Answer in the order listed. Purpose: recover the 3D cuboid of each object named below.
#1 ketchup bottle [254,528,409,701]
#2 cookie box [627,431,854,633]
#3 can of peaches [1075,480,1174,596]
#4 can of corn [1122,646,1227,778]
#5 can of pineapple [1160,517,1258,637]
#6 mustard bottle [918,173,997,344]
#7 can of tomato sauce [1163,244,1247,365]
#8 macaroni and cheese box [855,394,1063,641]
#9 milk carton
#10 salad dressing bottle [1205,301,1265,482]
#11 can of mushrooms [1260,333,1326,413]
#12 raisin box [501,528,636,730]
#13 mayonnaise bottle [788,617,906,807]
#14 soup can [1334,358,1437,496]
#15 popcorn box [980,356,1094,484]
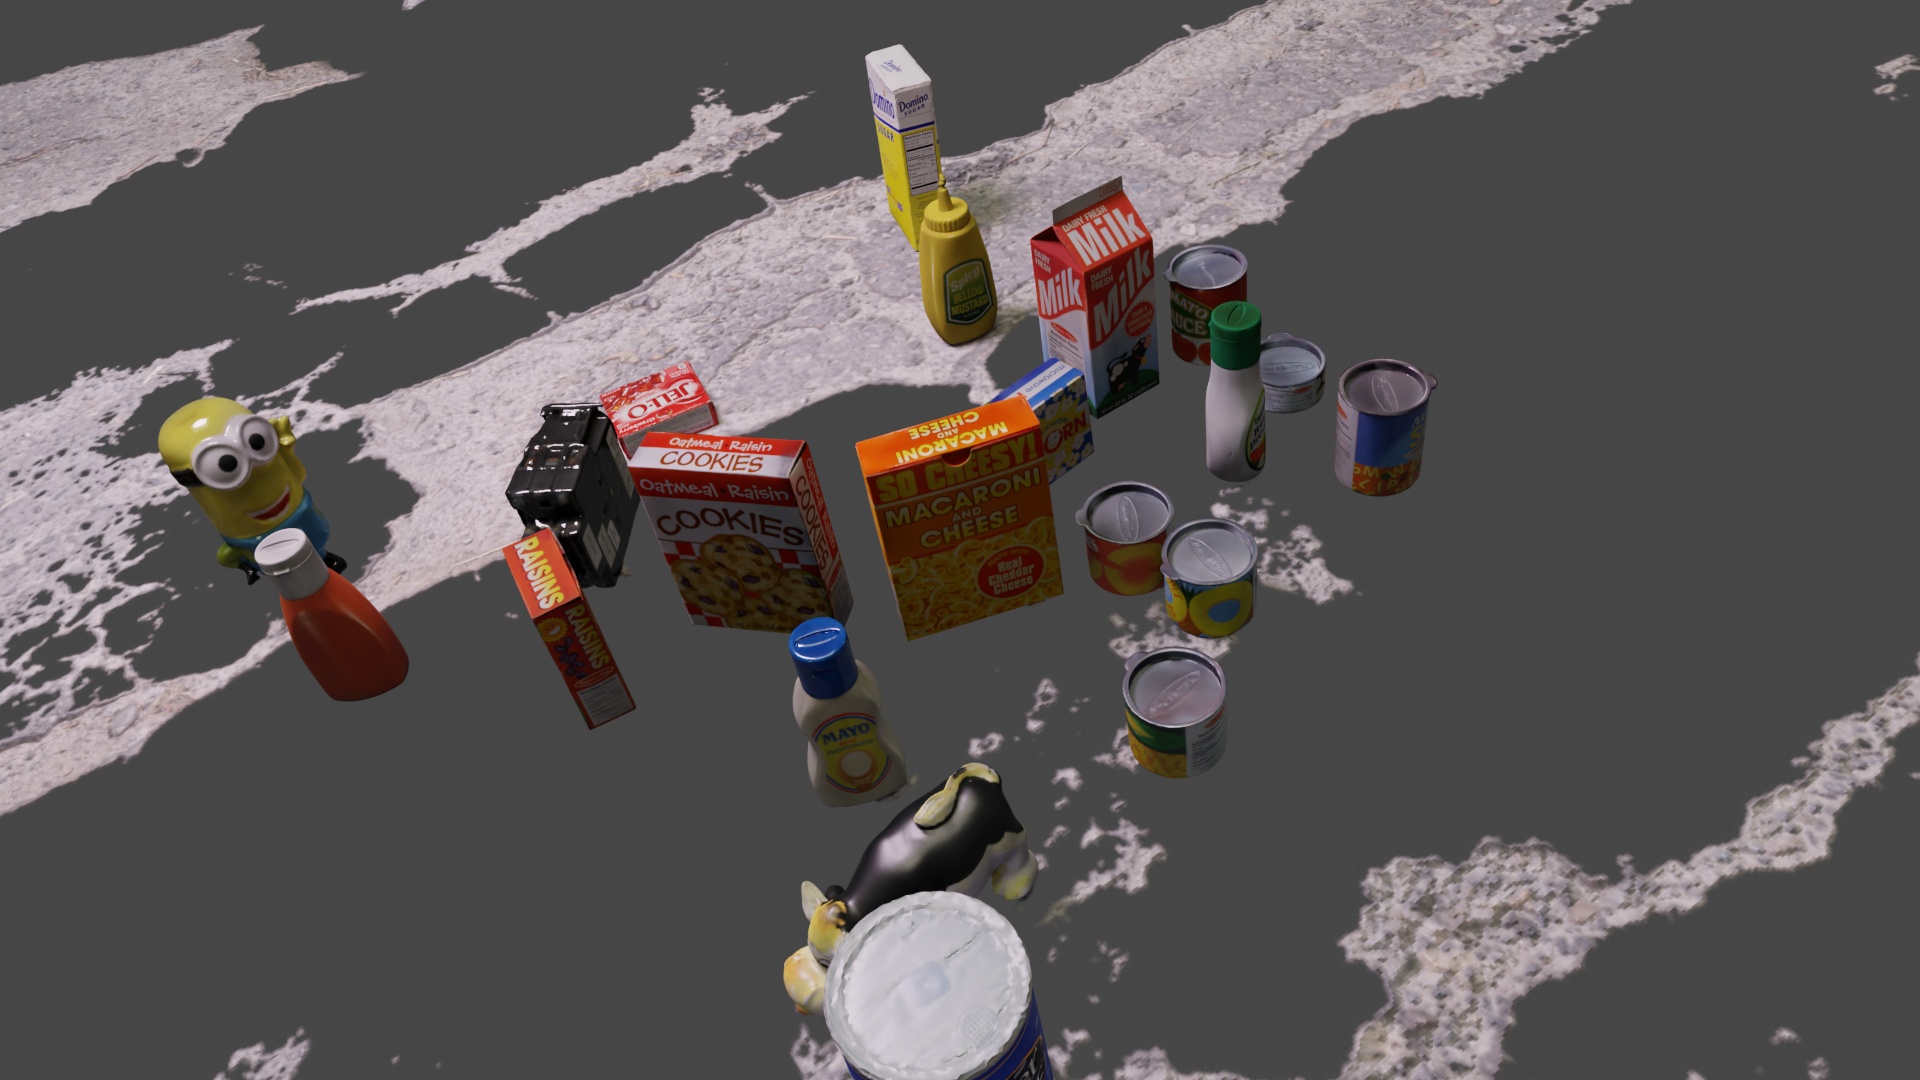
[{"bbox_3d":[-0.466,0.056,1.022,0.065,0.148,0.044,-15,44,-3],"label":"ketchup bottle"},{"bbox_3d":[-0.155,-0.003,1.006,0.123,0.166,0.040,4,46,16],"label":"cookie box"},{"bbox_3d":[0.123,-0.001,1.025,0.071,0.057,0.071,-6,44,6],"label":"can of peaches"},{"bbox_3d":[0.139,0.111,0.907,0.071,0.058,0.071,-6,44,6],"label":"can of corn"},{"bbox_3d":[0.176,0.027,0.986,0.071,0.057,0.071,-6,44,6],"label":"can of pineapple"},{"bbox_3d":[-0.007,-0.252,1.236,0.065,0.159,0.049,-25,45,-13],"label":"mustard bottle"},{"bbox_3d":[0.212,-0.201,1.195,0.071,0.082,0.071,-6,44,6],"label":"can of tomato sauce"},{"bbox_3d":[0.004,-0.012,0.984,0.124,0.165,0.040,-17,44,-6],"label":"macaroni and cheese box"},{"bbox_3d":[0.111,-0.203,1.140,0.072,0.189,0.073,-31,47,-19],"label":"milk carton"},{"bbox_3d":[0.210,-0.112,1.057,0.044,0.146,0.064,12,49,23],"label":"salad dressing bottle"},{"bbox_3d":[0.269,-0.139,1.155,0.071,0.033,0.071,-6,44,6],"label":"can of mushrooms"},{"bbox_3d":[-0.279,0.064,0.994,0.040,0.122,0.086,-26,45,-14],"label":"raisin box"},{"bbox_3d":[-0.076,0.111,0.886,0.065,0.147,0.041,-16,44,-4],"label":"mayonnaise bottle"},{"bbox_3d":[0.321,-0.085,1.053,0.071,0.083,0.072,-6,44,6],"label":"soup can"},{"bbox_3d":[0.047,-0.077,1.099,0.127,0.084,0.038,-37,49,-24],"label":"popcorn box"}]
